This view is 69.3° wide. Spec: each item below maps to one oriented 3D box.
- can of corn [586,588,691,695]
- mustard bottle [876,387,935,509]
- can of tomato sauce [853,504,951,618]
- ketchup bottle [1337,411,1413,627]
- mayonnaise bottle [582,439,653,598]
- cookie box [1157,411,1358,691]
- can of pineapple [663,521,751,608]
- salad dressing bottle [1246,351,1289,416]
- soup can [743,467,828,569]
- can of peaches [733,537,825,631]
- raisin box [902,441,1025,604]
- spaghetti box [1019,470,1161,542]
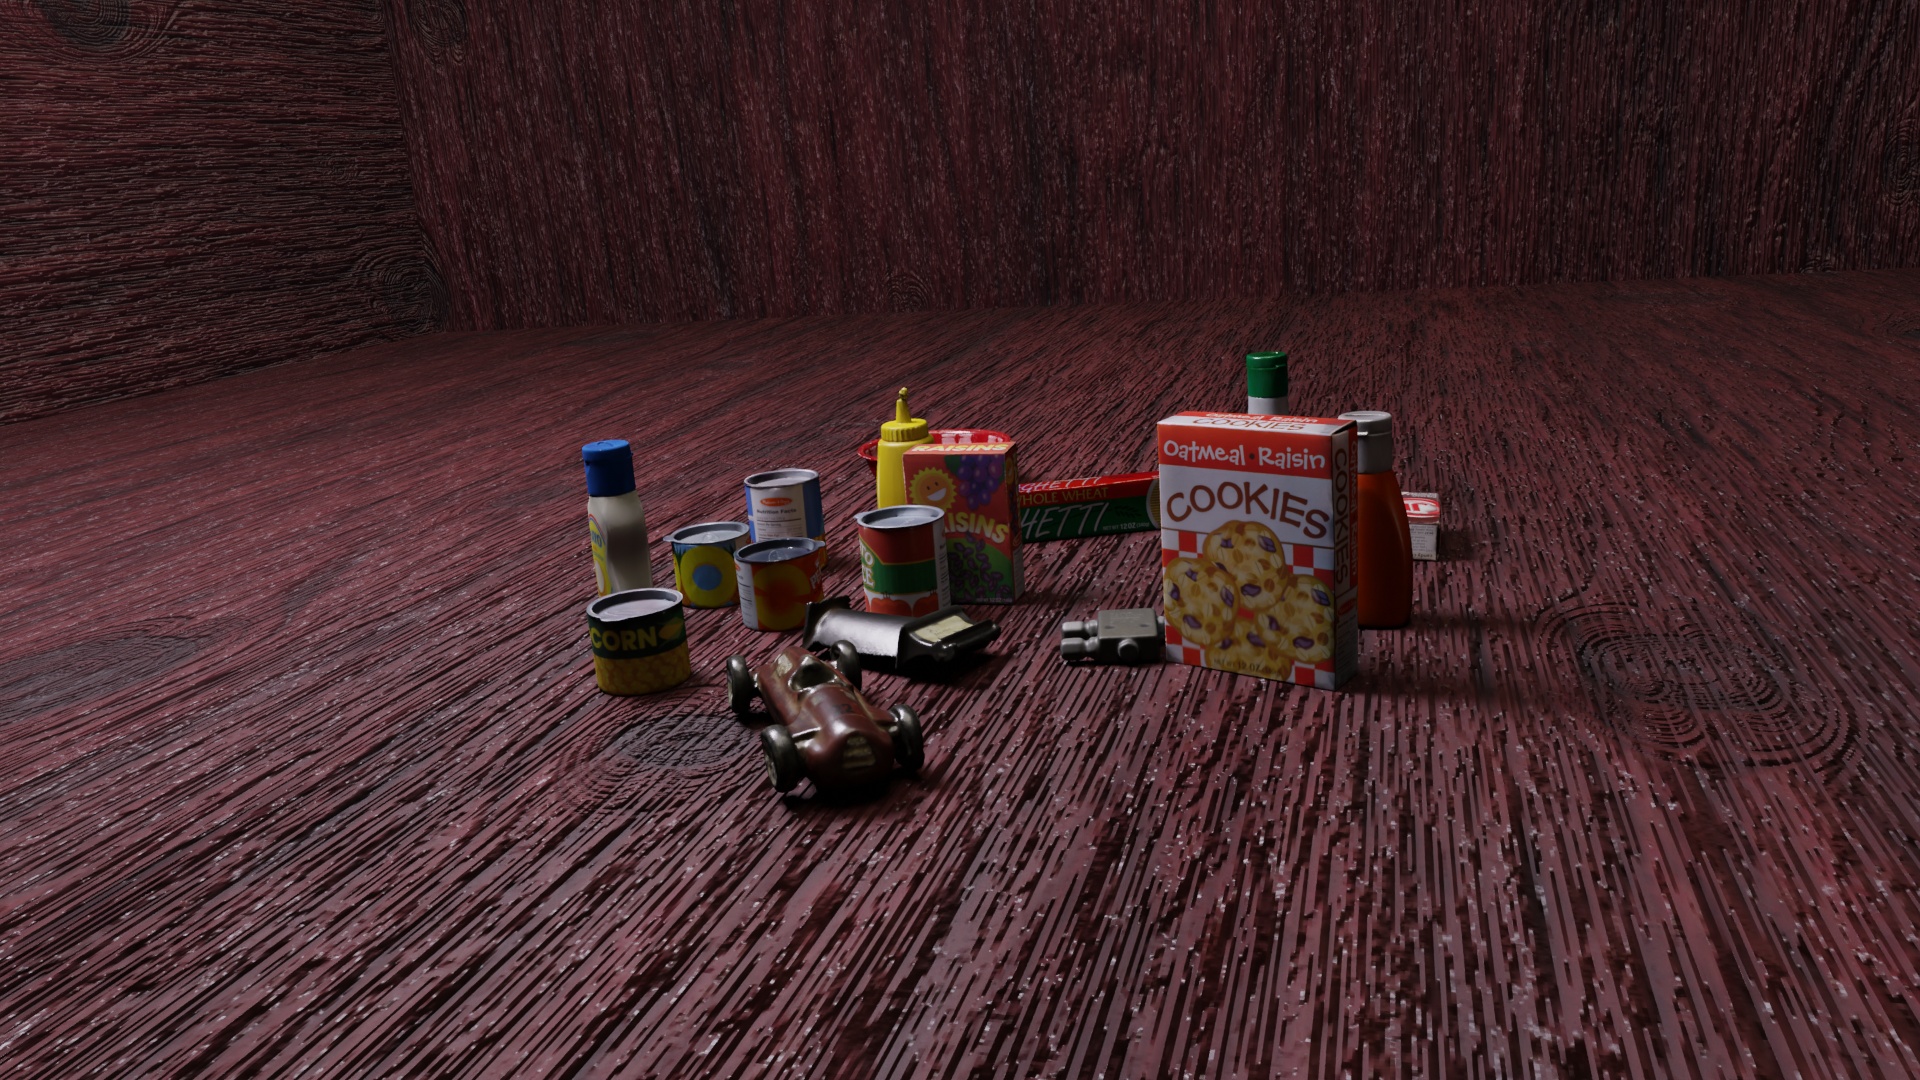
[{"bbox_3d":[-0.226,0.071,0.974,0.071,0.058,0.071,-4,15,1],"label":"can of corn"},{"bbox_3d":[-0.043,-0.051,1.176,0.049,0.159,0.065,2,16,24],"label":"mustard bottle"},{"bbox_3d":[-0.044,0.021,1.060,0.071,0.082,0.071,-4,15,1],"label":"can of tomato sauce"},{"bbox_3d":[0.284,-0.015,0.973,0.065,0.148,0.044,3,17,26],"label":"ketchup bottle"},{"bbox_3d":[-0.268,-0.003,1.087,0.041,0.147,0.065,-13,17,-28],"label":"mayonnaise bottle"},{"bbox_3d":[0.192,0.003,0.898,0.123,0.167,0.040,8,19,38],"label":"cookie box"},{"bbox_3d":[-0.207,0.020,1.156,0.071,0.057,0.071,-4,15,1],"label":"can of pineapple"},{"bbox_3d":[0.285,-0.099,1.282,0.064,0.147,0.044,-13,17,-29],"label":"salad dressing bottle"},{"bbox_3d":[-0.152,-0.016,1.224,0.071,0.083,0.071,-4,15,1],"label":"soup can"},{"bbox_3d":[-0.138,0.034,1.087,0.071,0.058,0.071,-4,15,1],"label":"can of peaches"},{"bbox_3d":[0.004,-0.014,1.096,0.086,0.123,0.040,0,16,17],"label":"raisin box"},{"bbox_3d":[0.098,-0.029,1.262,0.250,0.050,0.029,-6,15,-5],"label":"spaghetti box"}]
